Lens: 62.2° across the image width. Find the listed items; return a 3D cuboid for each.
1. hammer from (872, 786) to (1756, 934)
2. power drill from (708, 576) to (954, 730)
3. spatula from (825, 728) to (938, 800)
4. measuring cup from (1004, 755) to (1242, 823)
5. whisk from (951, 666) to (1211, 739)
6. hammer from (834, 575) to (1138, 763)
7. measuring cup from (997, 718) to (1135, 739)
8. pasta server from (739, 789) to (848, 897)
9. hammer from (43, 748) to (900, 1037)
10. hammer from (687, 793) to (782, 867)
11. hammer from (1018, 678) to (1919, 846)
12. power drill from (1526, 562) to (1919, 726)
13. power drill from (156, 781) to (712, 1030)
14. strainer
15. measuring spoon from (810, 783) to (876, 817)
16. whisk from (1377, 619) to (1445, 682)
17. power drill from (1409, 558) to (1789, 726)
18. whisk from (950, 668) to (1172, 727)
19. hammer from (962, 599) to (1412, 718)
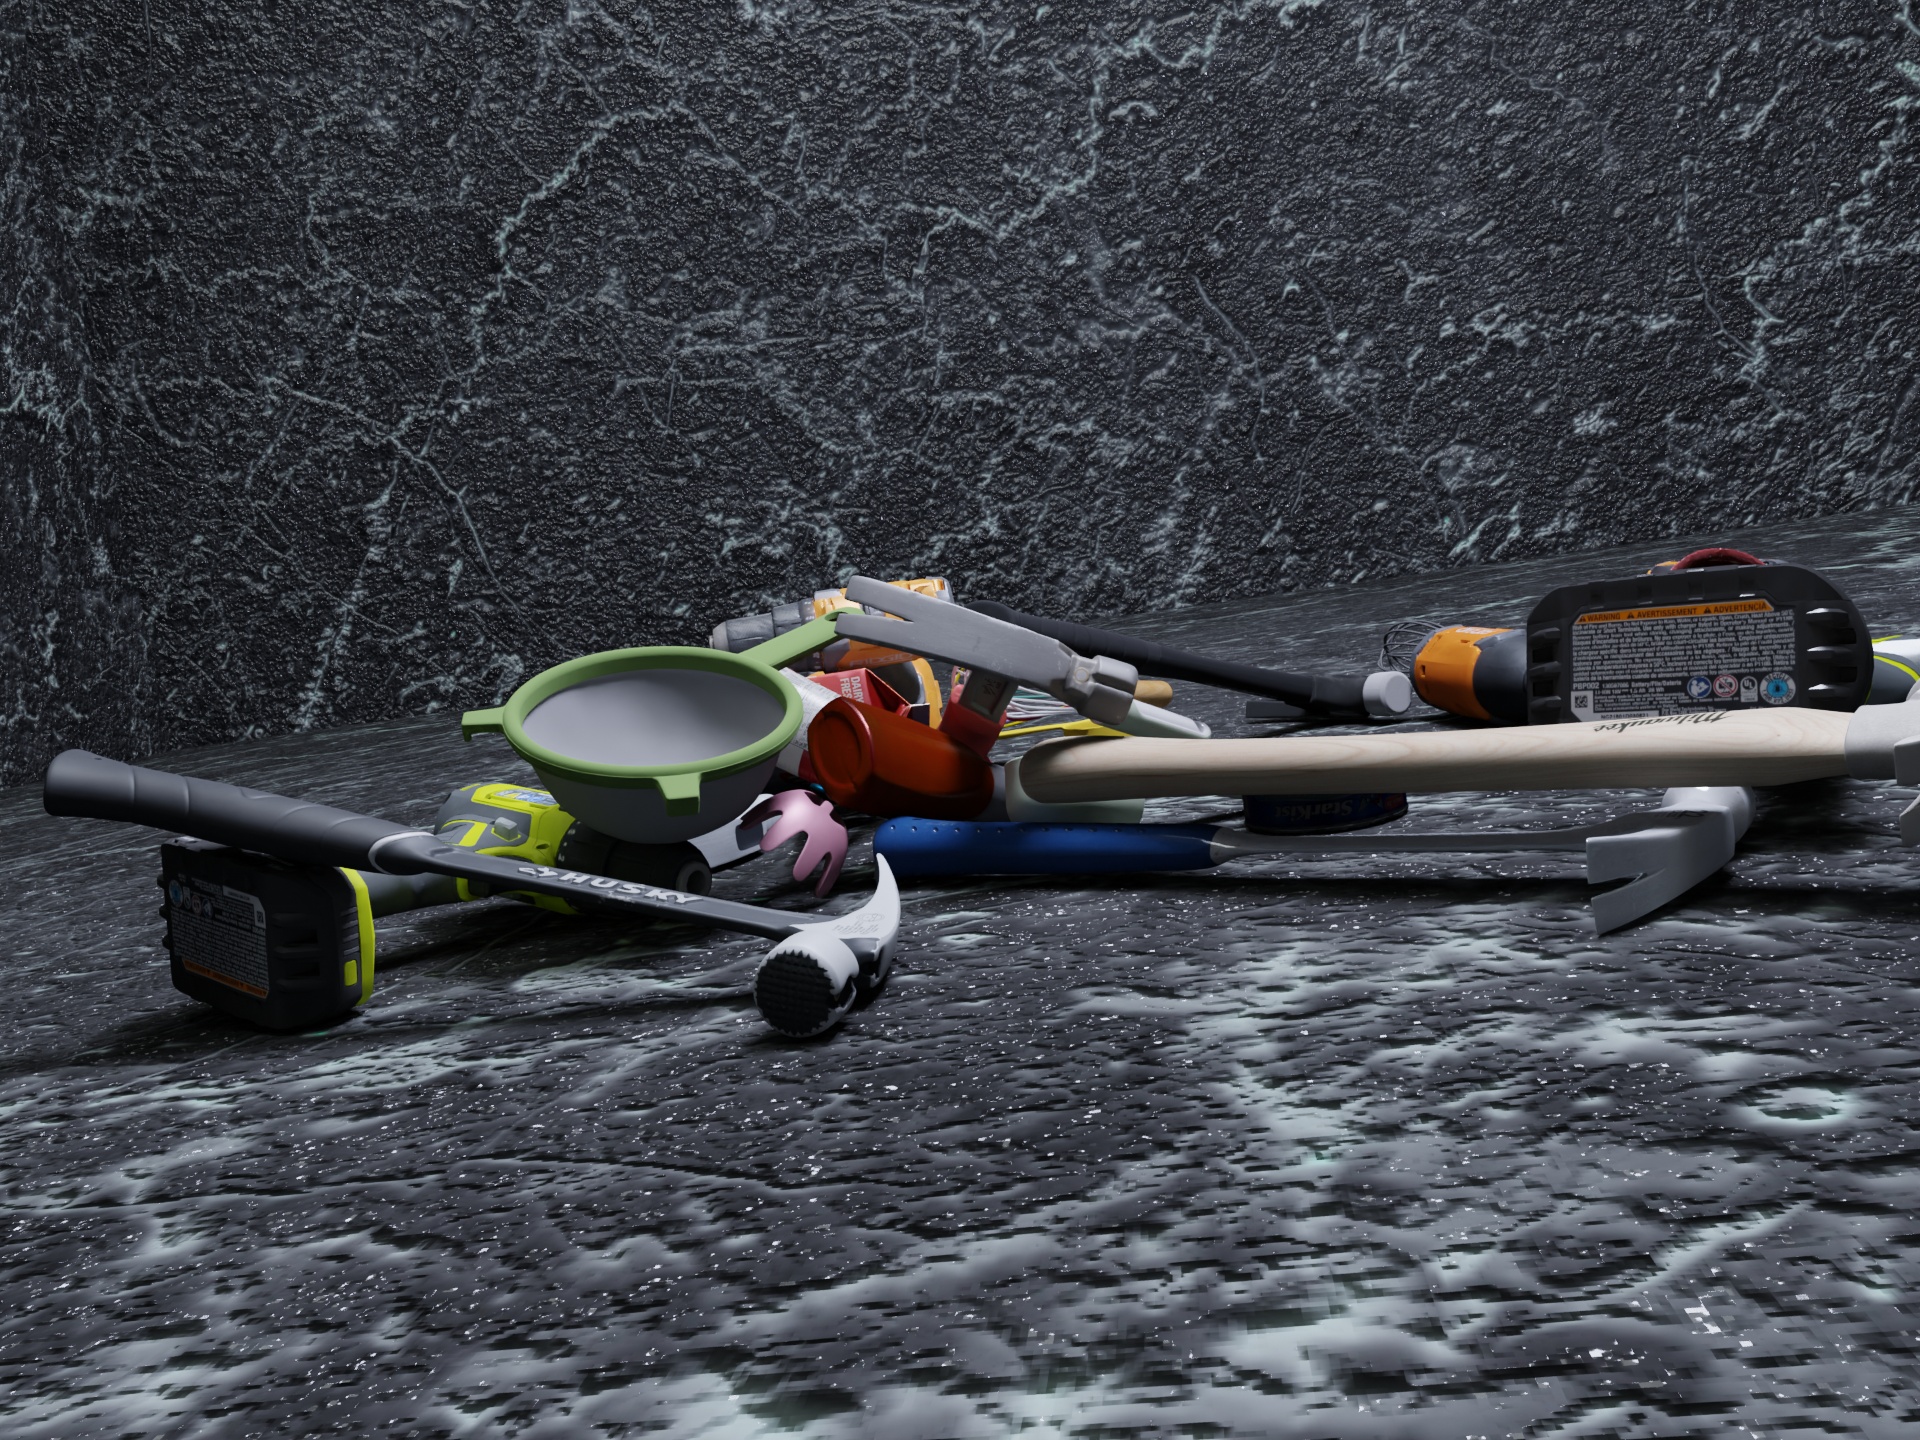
[{"bbox_3d":[0.126,0.057,0.720,0.405,0.035,0.144,-4,7,36],"label":"hammer"},{"bbox_3d":[-0.097,-0.036,1.263,0.185,0.084,0.226,-9,-21,-6],"label":"power drill"},{"bbox_3d":[-0.038,0.028,1.083,0.018,0.060,0.316,31,11,9],"label":"spatula"},{"bbox_3d":[0.104,0.048,0.866,0.167,0.038,0.083,8,-16,-17],"label":"measuring cup"},{"bbox_3d":[0.088,-0.012,1.053,0.246,0.058,0.059,16,-58,-42],"label":"whisk"},{"bbox_3d":[-0.001,-0.003,0.937,0.149,0.037,0.359,17,-12,-2],"label":"hammer"},{"bbox_3d":[0.065,0.019,1.202,0.156,0.029,0.062,-7,6,35],"label":"measuring cup"},{"bbox_3d":[-0.093,0.061,0.952,0.040,0.060,0.316,-48,3,-5],"label":"pasta server"},{"bbox_3d":[-0.220,0.058,0.692,0.409,0.036,0.149,10,11,14],"label":"hammer"},{"bbox_3d":[-0.284,0.089,1.014,0.331,0.033,0.128,-7,5,14],"label":"hammer"},{"bbox_3d":[0.187,0.019,0.656,0.411,0.038,0.146,-4,9,41],"label":"hammer"},{"bbox_3d":[0.360,-0.016,0.753,0.171,0.080,0.223,-3,-6,38],"label":"power drill"},{"bbox_3d":[-0.260,0.085,0.811,0.191,0.080,0.228,7,12,37],"label":"power drill"},{"bbox_3d":[-0.129,0.002,0.862,0.151,0.069,0.256,16,28,27],"label":"strainer"},{"bbox_3d":[-0.075,0.042,1.012,0.042,0.021,0.128,26,-4,8],"label":"measuring spoon"},{"bbox_3d":[0.421,-0.050,1.264,0.055,0.055,0.239,-12,11,-27],"label":"whisk"},{"bbox_3d":[0.439,-0.048,1.067,0.226,0.084,0.164,-13,7,-6],"label":"power drill"},{"bbox_3d":[0.078,-0.021,1.134,0.051,0.047,0.245,-22,-14,40],"label":"whisk"},{"bbox_3d":[0.146,-0.040,1.119,0.334,0.035,0.146,9,-6,-29],"label":"hammer"}]
